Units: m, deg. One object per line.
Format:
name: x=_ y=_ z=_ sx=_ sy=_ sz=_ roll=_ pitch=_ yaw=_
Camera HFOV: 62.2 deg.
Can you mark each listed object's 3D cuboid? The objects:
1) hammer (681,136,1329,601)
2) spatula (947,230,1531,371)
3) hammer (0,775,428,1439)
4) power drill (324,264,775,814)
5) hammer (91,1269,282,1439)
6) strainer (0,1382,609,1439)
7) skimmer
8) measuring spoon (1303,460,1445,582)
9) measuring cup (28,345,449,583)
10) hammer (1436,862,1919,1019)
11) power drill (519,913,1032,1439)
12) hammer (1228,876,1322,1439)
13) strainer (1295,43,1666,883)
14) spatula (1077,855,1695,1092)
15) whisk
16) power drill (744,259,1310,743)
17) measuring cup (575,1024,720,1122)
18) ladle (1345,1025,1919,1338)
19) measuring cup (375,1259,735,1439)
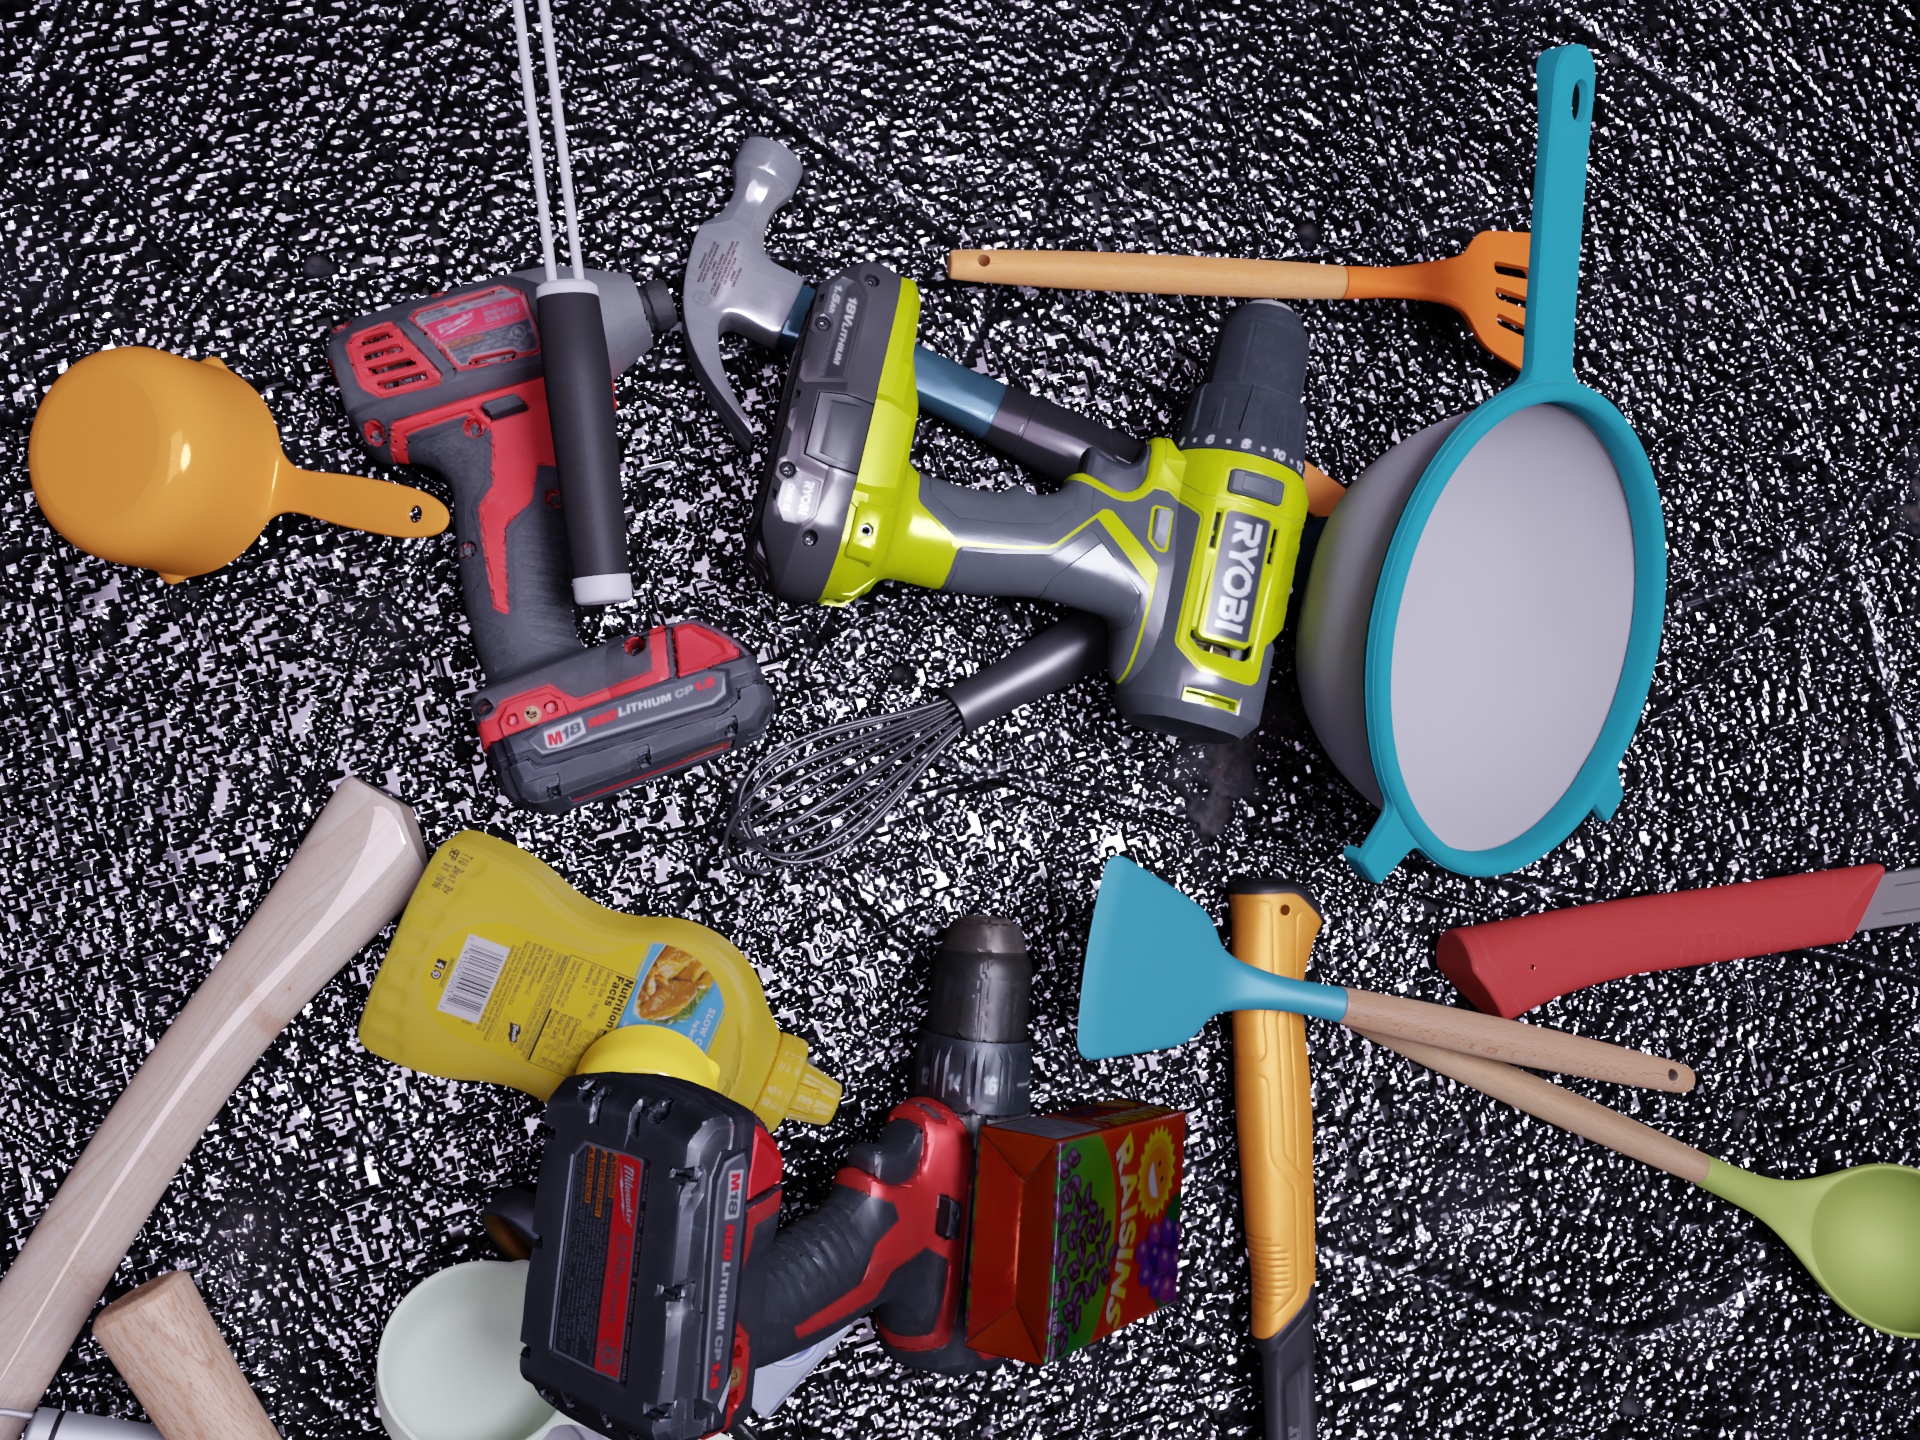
hammer: x=0.028 y=-0.136 z=0.723 sx=0.331 sy=0.033 sz=0.128 roll=24 pitch=81 yaw=-7
spatula: x=0.151 y=-0.201 z=0.741 sx=0.322 sy=0.041 sz=0.081 roll=0 pitch=85 yaw=-12
hammer: x=-0.353 y=0.198 z=0.627 sx=0.146 sy=0.038 sz=0.411 roll=32 pitch=80 yaw=-5
power drill: x=-0.161 y=-0.082 z=0.666 sx=0.143 sy=0.078 sz=0.220 roll=-20 pitch=86 yaw=-12
hammer: x=-0.217 y=0.350 z=0.586 sx=0.130 sy=0.031 sz=0.331 roll=-28 pitch=96 yaw=-8
strainer: x=-0.243 y=0.294 z=0.620 sx=0.258 sy=0.050 sz=0.087 roll=17 pitch=59 yaw=-16
skimmer: x=-0.163 y=-0.226 z=0.641 sx=0.127 sy=0.090 sz=0.363 roll=-7 pitch=91 yaw=-10
measuring spoon: x=0.183 y=-0.102 z=0.758 sx=0.117 sy=0.011 sz=0.021 roll=32 pitch=81 yaw=-6
measuring cup: x=-0.284 y=-0.095 z=0.619 sx=0.174 sy=0.052 sz=0.095 roll=12 pitch=91 yaw=19
hammer: x=0.402 y=0.083 z=0.770 sx=0.359 sy=0.037 sz=0.149 roll=-6 pitch=86 yaw=-11
power drill: x=-0.047 y=0.168 z=0.613 sx=0.226 sy=0.080 sz=0.188 roll=10 pitch=84 yaw=-51
hammer: x=0.135 y=0.239 z=0.705 sx=0.127 sy=0.034 sz=0.337 roll=1 pitch=84 yaw=-20
strainer: x=0.216 y=-0.106 z=0.690 sx=0.211 sy=0.095 sz=0.340 roll=-8 pitch=104 yaw=-38
spatula: x=0.193 y=0.131 z=0.692 sx=0.317 sy=0.044 sz=0.082 roll=13 pitch=78 yaw=-15
whisk: x=0.000 y=-0.001 z=0.703 sx=0.239 sy=0.055 sz=0.055 roll=-29 pitch=91 yaw=-16
power drill: x=0.038 y=-0.107 z=0.668 sx=0.228 sy=0.080 sz=0.190 roll=14 pitch=83 yaw=-12
measuring cup: x=-0.110 y=0.196 z=0.630 sx=0.062 sy=0.029 sz=0.156 roll=-17 pitch=103 yaw=3
ladle: x=0.328 y=0.198 z=0.738 sx=0.320 sy=0.062 sz=0.078 roll=24 pitch=74 yaw=-5
measuring cup: x=-0.151 y=0.277 z=0.631 sx=0.167 sy=0.038 sz=0.083 roll=26 pitch=44 yaw=-5
